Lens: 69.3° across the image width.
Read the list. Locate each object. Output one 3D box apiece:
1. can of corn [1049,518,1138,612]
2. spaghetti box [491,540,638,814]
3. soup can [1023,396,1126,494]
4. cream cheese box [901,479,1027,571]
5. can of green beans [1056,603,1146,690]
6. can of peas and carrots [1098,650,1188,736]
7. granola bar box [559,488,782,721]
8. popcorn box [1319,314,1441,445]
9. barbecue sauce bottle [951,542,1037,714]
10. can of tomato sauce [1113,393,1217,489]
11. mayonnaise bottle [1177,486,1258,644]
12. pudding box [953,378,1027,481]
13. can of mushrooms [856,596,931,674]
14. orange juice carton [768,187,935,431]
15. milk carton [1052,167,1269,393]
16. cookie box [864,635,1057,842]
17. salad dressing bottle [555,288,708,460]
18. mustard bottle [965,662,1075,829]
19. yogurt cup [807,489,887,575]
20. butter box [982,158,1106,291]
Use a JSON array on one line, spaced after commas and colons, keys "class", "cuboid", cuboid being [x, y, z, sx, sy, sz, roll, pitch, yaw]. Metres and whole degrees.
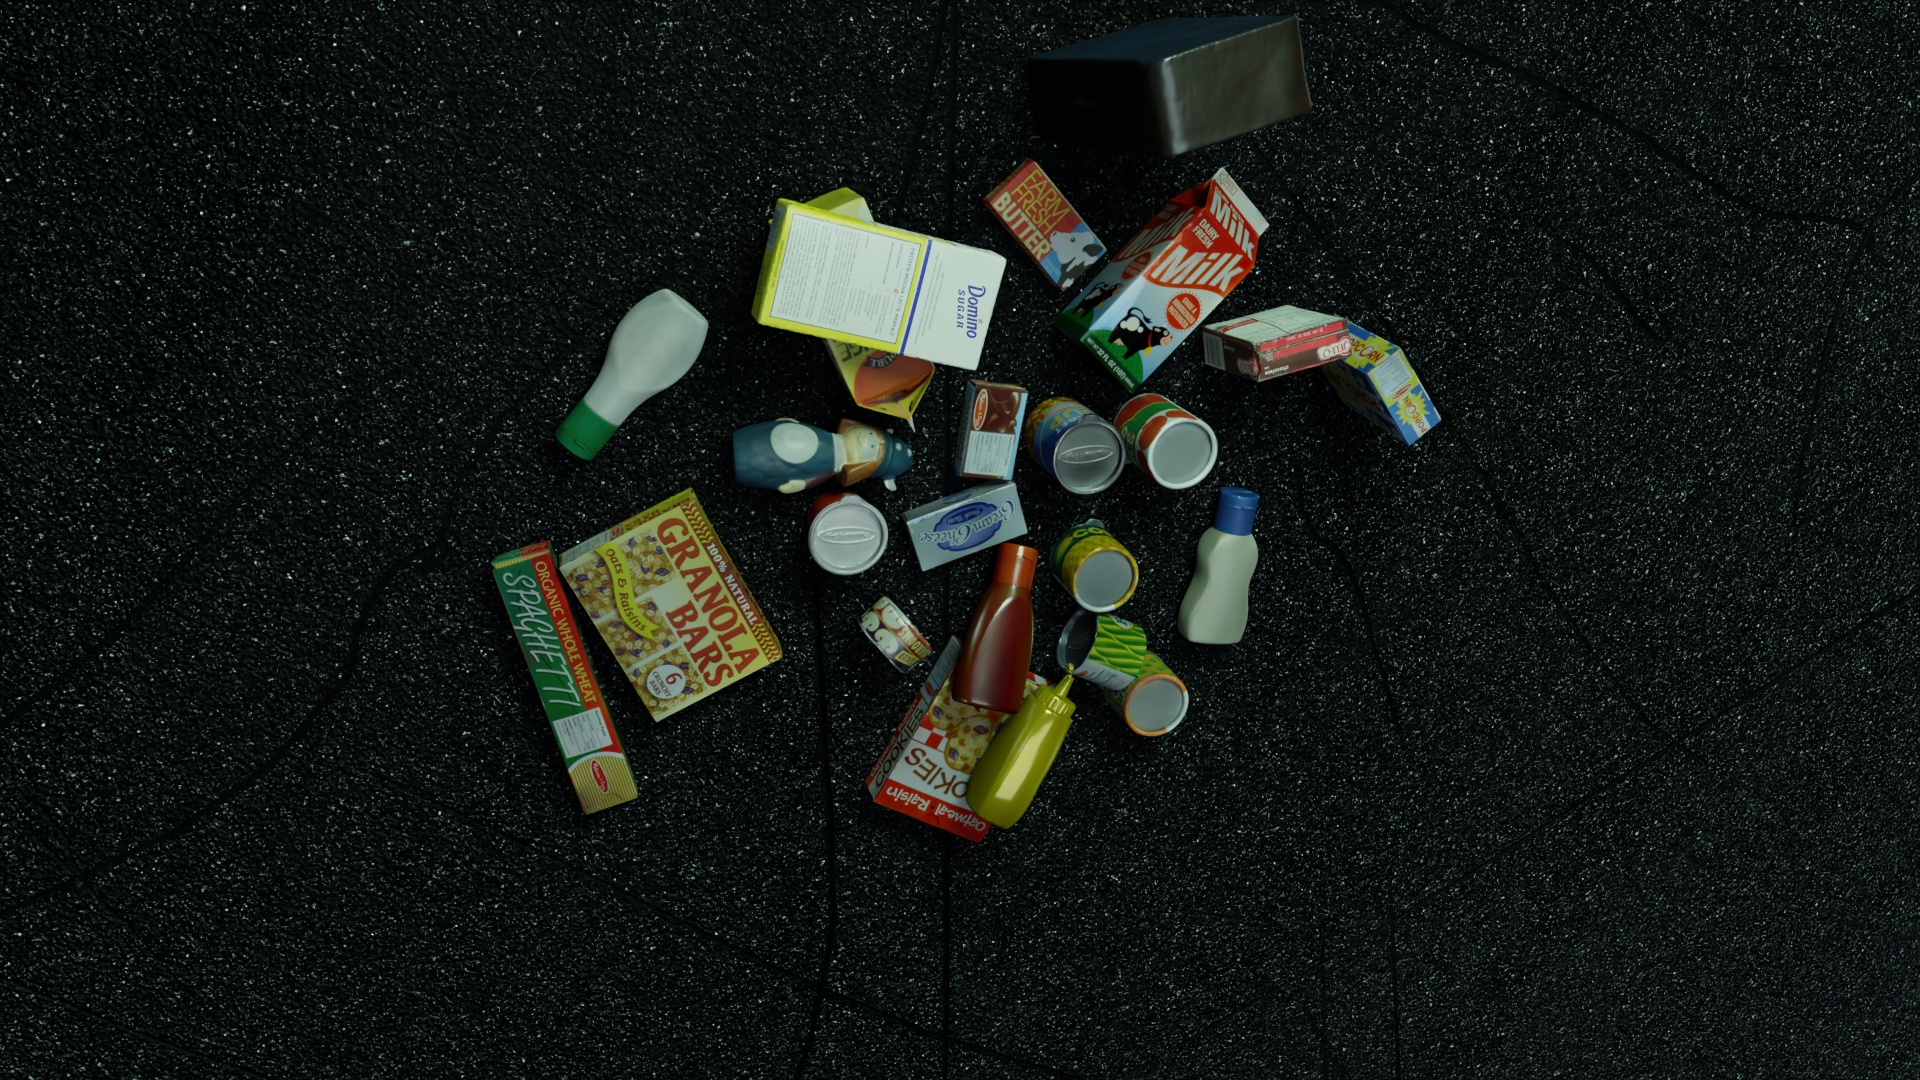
[{"class": "can of corn", "cuboid": [0.123, 0.023, 1.268, 0.071, 0.058, 0.071, -6, 112, -15]}, {"class": "spaghetti box", "cuboid": [-0.335, 0.119, 1.184, 0.050, 0.029, 0.249, -17, 114, -10]}, {"class": "soup can", "cuboid": [0.098, -0.086, 1.206, 0.071, 0.084, 0.071, -6, 111, -15]}, {"class": "cream cheese box", "cuboid": [0.004, -0.016, 1.238, 0.104, 0.024, 0.053, -21, 115, -8]}, {"class": "can of green beans", "cuboid": [0.131, 0.100, 1.295, 0.058, 0.071, 0.071, 22, 102, -23]}, {"class": "can of peas and carrots", "cuboid": [0.175, 0.145, 1.328, 0.071, 0.059, 0.070, -6, 111, -15]}, {"class": "granola bar box", "cuboid": [-0.245, 0.055, 1.182, 0.124, 0.039, 0.165, -28, 115, -5]}, {"class": "popcorn box", "cuboid": [0.366, -0.145, 1.239, 0.038, 0.127, 0.085, -37, 115, 4]}, {"class": "barbecue sauce bottle", "cuboid": [0.037, 0.078, 1.244, 0.065, 0.043, 0.148, 17, 81, -29]}, {"class": "can of tomato sauce", "cuboid": [0.179, -0.087, 1.230, 0.071, 0.083, 0.071, -6, 111, -15]}, {"class": "mayonnaise bottle", "cuboid": [0.250, 0.024, 1.316, 0.065, 0.041, 0.147, 3, 108, -19]}, {"class": "pudding box", "cuboid": [0.026, -0.096, 1.211, 0.050, 0.030, 0.083, 4, 108, -17]}, {"class": "can of mushrooms", "cuboid": [-0.057, 0.085, 1.231, 0.033, 0.071, 0.071, -41, 116, 0]}, {"class": "orange juice carton", "cuboid": [-0.080, -0.180, 1.125, 0.073, 0.072, 0.192, -26, 114, -5]}, {"class": "milk carton", "cuboid": [0.177, -0.224, 1.184, 0.190, 0.073, 0.072, -45, 115, 3]}, {"class": "cookie box", "cuboid": [0.005, 0.189, 1.304, 0.123, 0.040, 0.167, 27, 100, -24]}, {"class": "salad dressing bottle", "cuboid": [-0.264, -0.130, 1.106, 0.064, 0.044, 0.147, 38, 97, -27]}, {"class": "mustard bottle", "cuboid": [0.064, 0.183, 1.264, 0.049, 0.065, 0.160, 30, 94, -20]}, {"class": "yogurt cup", "cuboid": [-0.101, -0.011, 1.191, 0.072, 0.054, 0.072, -6, 111, -14]}, {"class": "butter box", "cuboid": [0.071, -0.264, 1.165, 0.053, 0.024, 0.103, -44, 116, 2]}]
